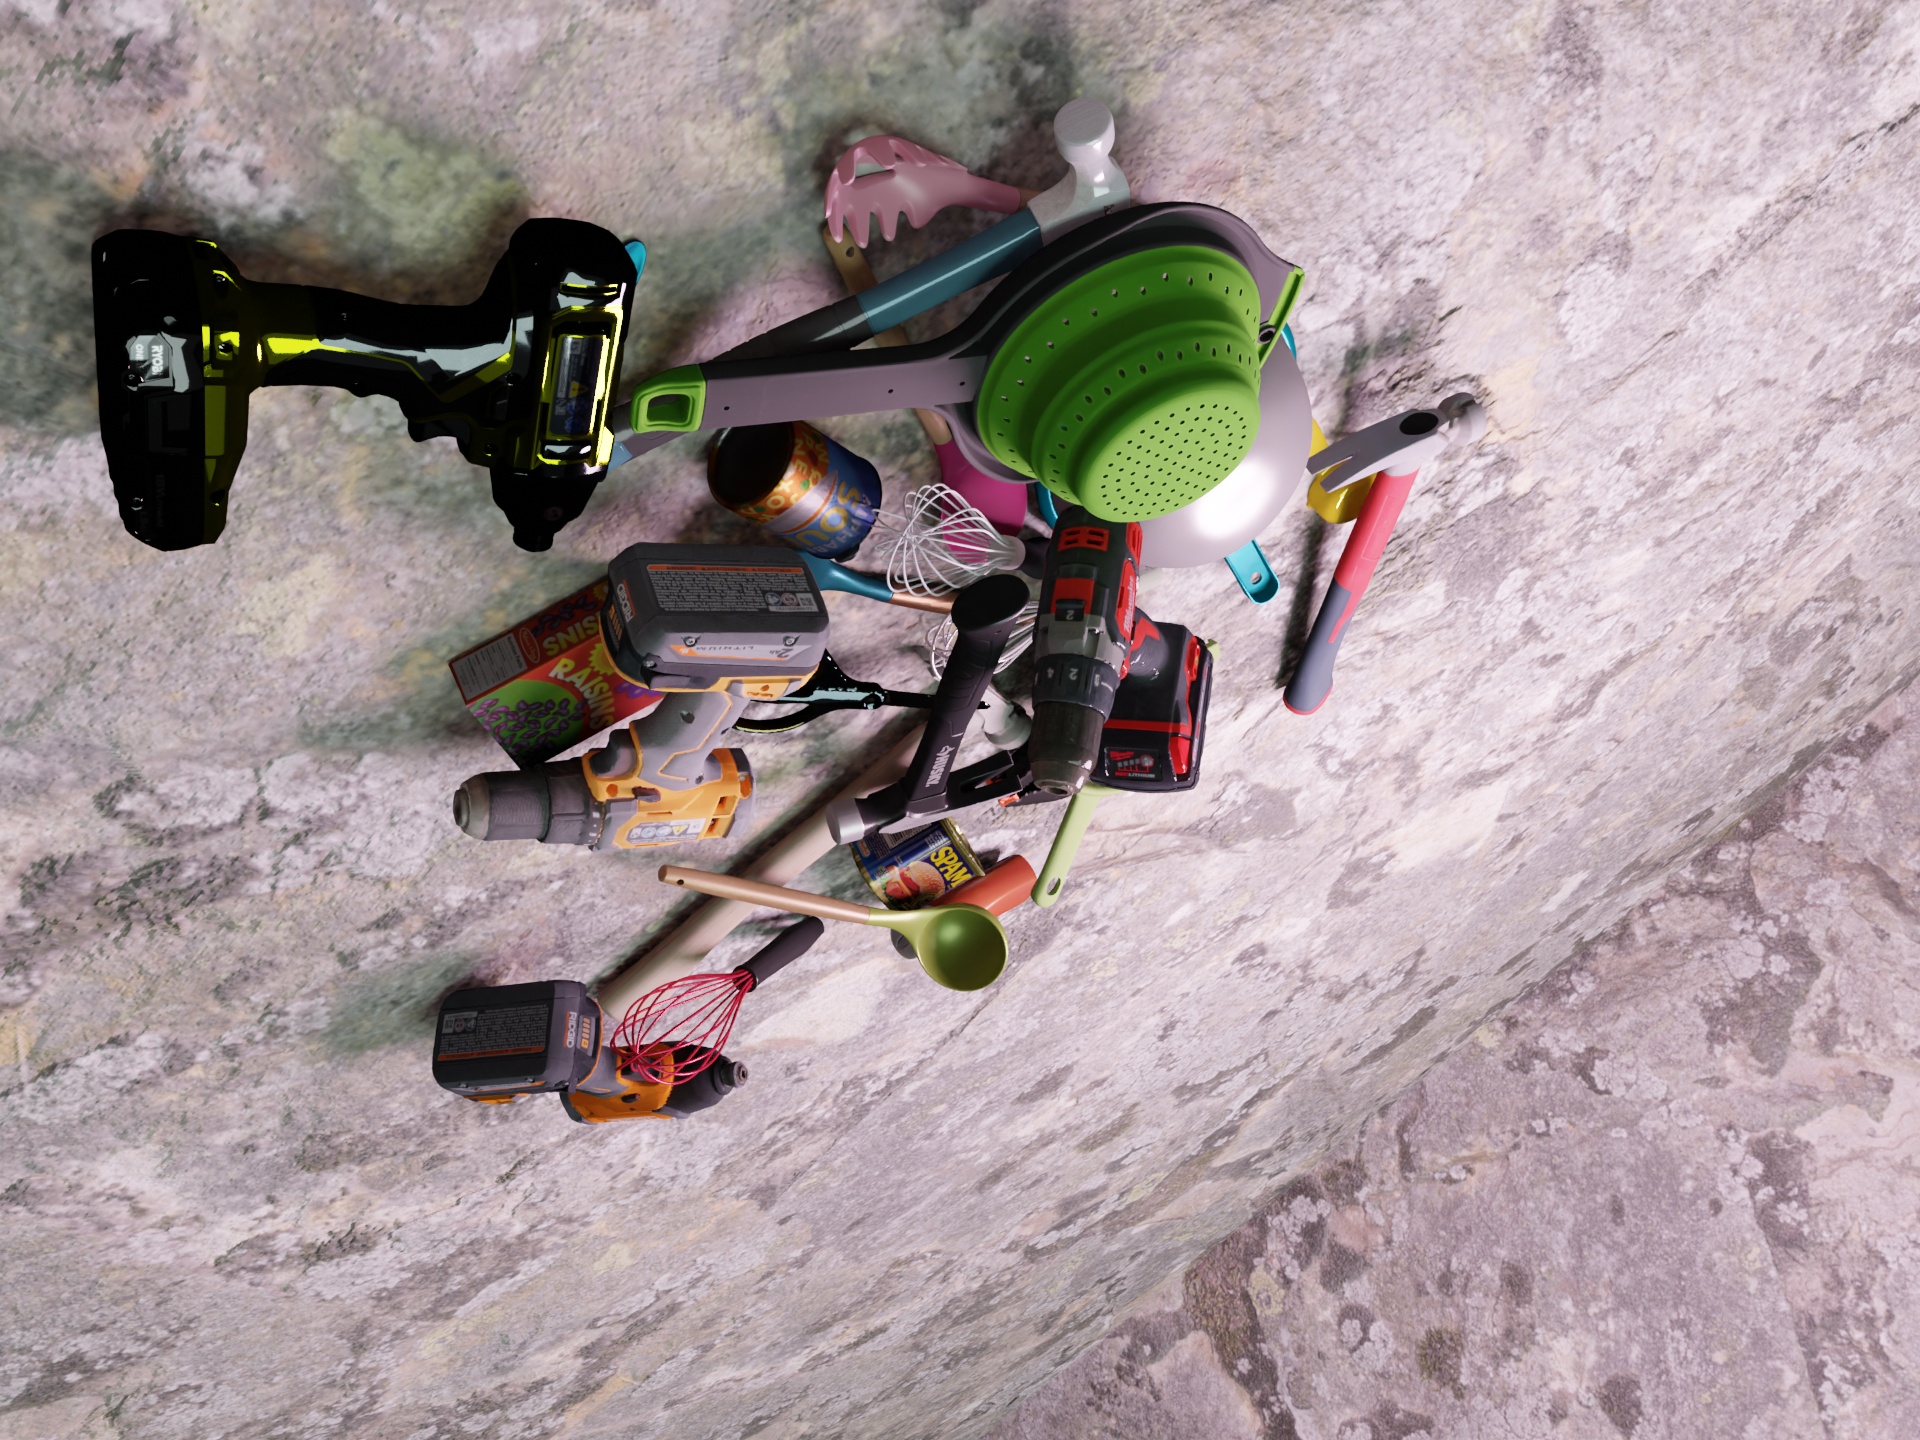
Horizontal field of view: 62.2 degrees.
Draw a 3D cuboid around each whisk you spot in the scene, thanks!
[{"bbox_3d":[0.017,-0.110,1.020,0.070,0.070,0.284,-45,167,17],"label":"whisk"},{"bbox_3d":[0.066,-0.079,1.137,0.246,0.058,0.059,-24,125,-42],"label":"whisk"},{"bbox_3d":[-0.177,0.208,1.238,0.073,0.073,0.296,-49,172,23],"label":"whisk"}]

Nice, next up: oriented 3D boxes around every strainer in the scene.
[{"bbox_3d":[0.189,-0.148,1.121,0.211,0.095,0.340,-39,144,5],"label":"strainer"},{"bbox_3d":[0.096,0.026,1.273,0.151,0.069,0.256,6,114,-33],"label":"strainer"}]

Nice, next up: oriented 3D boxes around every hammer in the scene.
[{"bbox_3d":[0.308,-0.110,1.306,0.143,0.038,0.386,-23,153,-16],"label":"hammer"},{"bbox_3d":[-0.133,0.100,1.241,0.410,0.038,0.146,-40,146,11],"label":"hammer"},{"bbox_3d":[-0.063,-0.211,0.847,0.331,0.033,0.128,-25,158,3],"label":"hammer"},{"bbox_3d":[-0.002,-0.003,1.071,0.146,0.035,0.334,-14,158,-17],"label":"hammer"}]

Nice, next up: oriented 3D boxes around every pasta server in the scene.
[{"bbox_3d":[0.052,-0.282,0.894,0.316,0.040,0.060,-4,153,-40],"label":"pasta server"}]

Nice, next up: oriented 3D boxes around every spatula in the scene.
[{"bbox_3d":[-0.028,-0.077,1.090,0.317,0.044,0.082,4,131,-46],"label":"spatula"}]

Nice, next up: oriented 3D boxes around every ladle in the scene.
[{"bbox_3d":[-0.093,0.157,1.250,0.320,0.062,0.078,18,115,-37],"label":"ladle"}]

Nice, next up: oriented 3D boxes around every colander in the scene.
[{"bbox_3d":[0.026,-0.164,0.857,0.397,0.095,0.204,-11,150,-23],"label":"colander"}]

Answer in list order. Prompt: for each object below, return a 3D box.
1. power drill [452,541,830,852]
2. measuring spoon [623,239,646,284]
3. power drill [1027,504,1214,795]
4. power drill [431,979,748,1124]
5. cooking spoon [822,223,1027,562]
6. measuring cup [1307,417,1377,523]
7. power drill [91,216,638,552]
[{"bbox_3d":[-0.191,-0.001,0.942,0.185,0.084,0.226,-2,142,-31],"label":"power drill"},{"bbox_3d":[-0.200,-0.193,0.815,0.042,0.021,0.128,24,108,-43],"label":"measuring spoon"},{"bbox_3d":[0.102,-0.017,1.065,0.080,0.188,0.226,3,161,22],"label":"power drill"},{"bbox_3d":[-0.280,0.266,1.242,0.164,0.084,0.226,-9,154,21],"label":"power drill"},{"bbox_3d":[-0.019,-0.190,0.972,0.069,0.017,0.318,-41,148,-4],"label":"cooking spoon"},{"bbox_3d":[0.284,-0.194,1.219,0.062,0.029,0.156,-41,150,12],"label":"measuring cup"},{"bbox_3d":[-0.270,-0.146,0.737,0.223,0.080,0.171,-7,135,-32],"label":"power drill"}]
